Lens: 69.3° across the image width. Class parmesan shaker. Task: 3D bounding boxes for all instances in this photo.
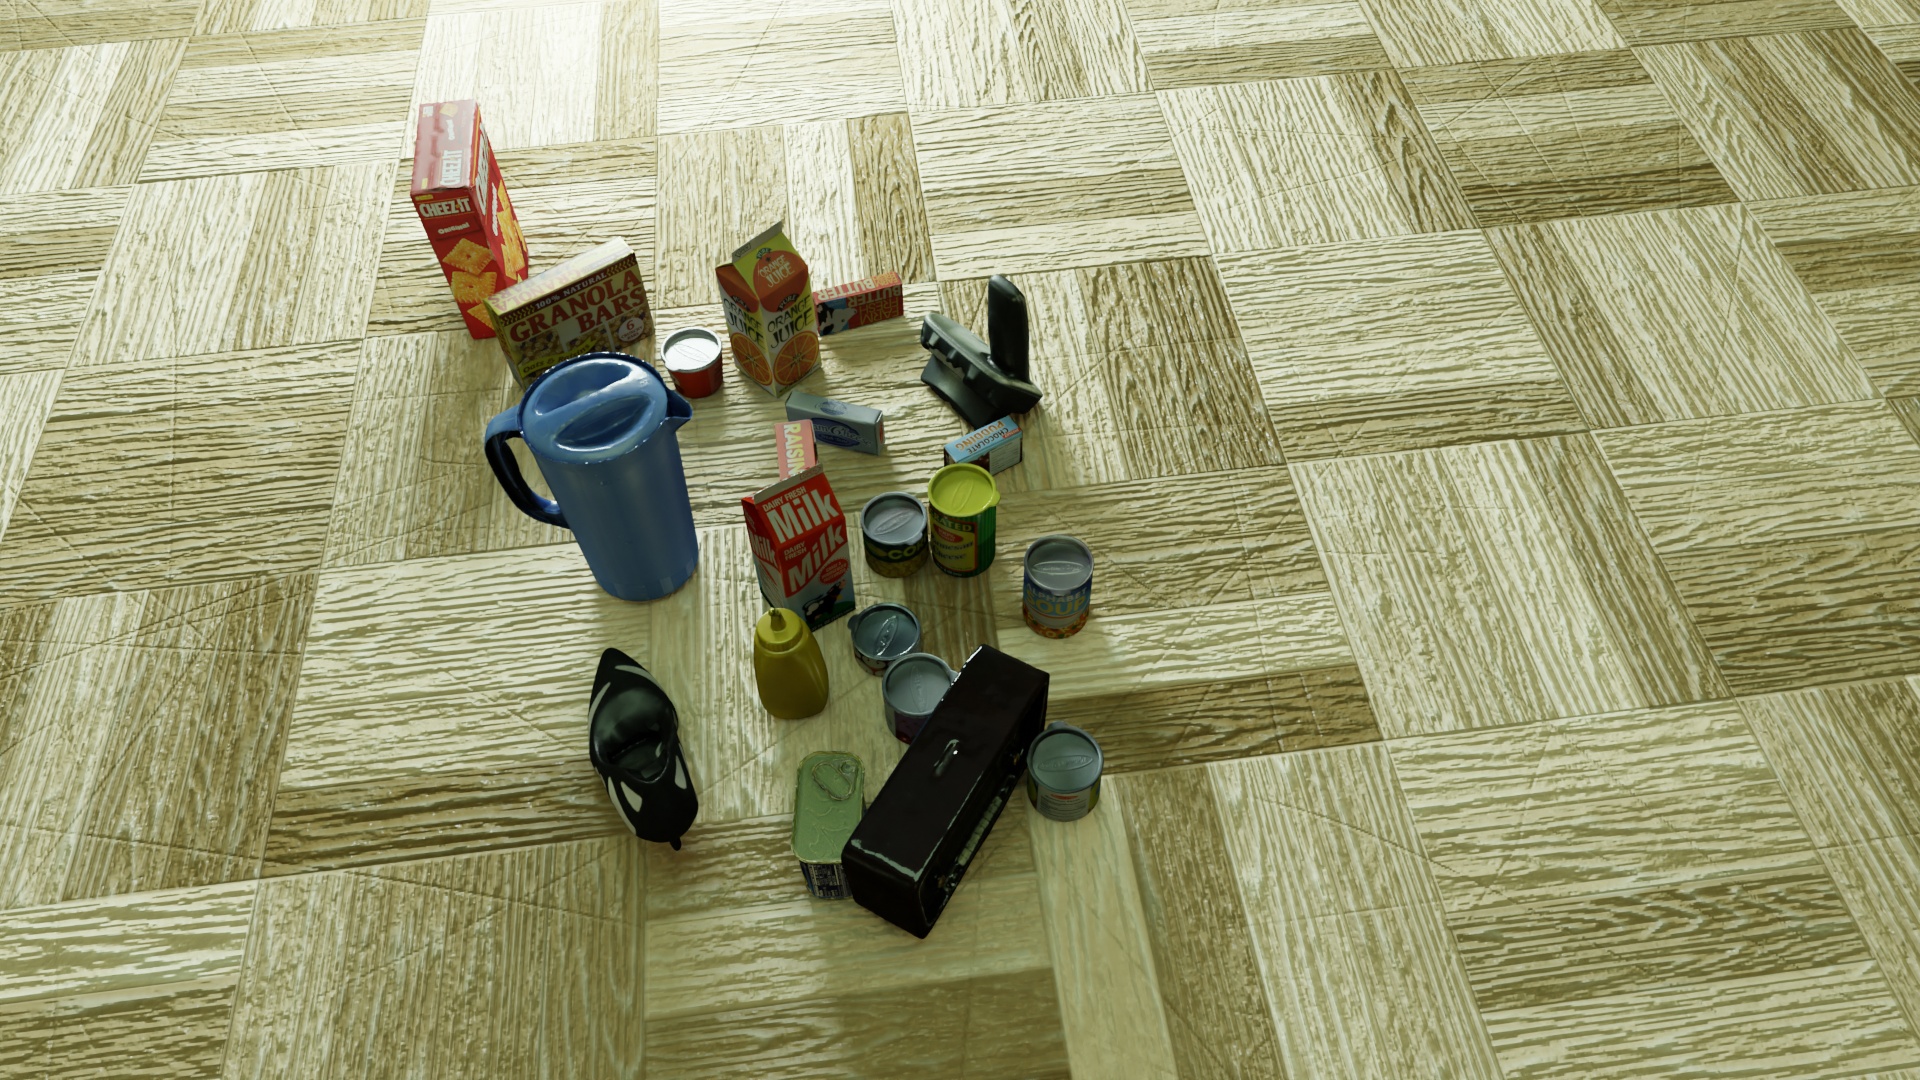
[{"bbox_3d":[0.005,-0.017,1.364,0.071,0.102,0.071,-1,53,1],"label":"parmesan shaker"}]

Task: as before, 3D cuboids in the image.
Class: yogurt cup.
[{"bbox_3d":[-0.294,-0.195,1.537,0.072,0.053,0.073,-1,53,1],"label":"yogurt cup"}]

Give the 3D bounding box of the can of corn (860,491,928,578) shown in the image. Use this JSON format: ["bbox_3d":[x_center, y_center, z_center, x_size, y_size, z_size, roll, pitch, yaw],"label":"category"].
[{"bbox_3d":[-0.063,-0.003,1.383,0.071,0.058,0.071,-1,53,1],"label":"can of corn"}]

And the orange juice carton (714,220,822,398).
[{"bbox_3d":[-0.207,-0.253,1.493,0.073,0.191,0.072,37,62,25],"label":"orange juice carton"}]

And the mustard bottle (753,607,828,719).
[{"bbox_3d":[-0.155,0.103,1.239,0.065,0.159,0.049,-6,53,-3],"label":"mustard bottle"}]

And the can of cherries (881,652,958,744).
[{"bbox_3d":[-0.035,0.146,1.267,0.071,0.058,0.072,-1,53,1],"label":"can of cherries"}]

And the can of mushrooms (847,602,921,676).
[{"bbox_3d":[-0.073,0.094,1.324,0.071,0.033,0.071,-1,53,1],"label":"can of mushrooms"}]

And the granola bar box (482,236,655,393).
[{"bbox_3d":[-0.428,-0.247,1.536,0.166,0.123,0.039,-32,58,-21],"label":"granola bar box"}]

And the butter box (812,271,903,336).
[{"bbox_3d":[-0.117,-0.271,1.592,0.104,0.052,0.024,-17,54,-11],"label":"butter box"}]

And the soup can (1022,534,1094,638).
[{"bbox_3d":[0.092,0.047,1.325,0.071,0.083,0.072,-1,53,1],"label":"soup can"}]

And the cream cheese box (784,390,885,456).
[{"bbox_3d":[-0.133,-0.124,1.480,0.104,0.053,0.024,13,54,11],"label":"cream cheese box"}]

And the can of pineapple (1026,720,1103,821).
[{"bbox_3d":[0.092,0.204,1.221,0.071,0.057,0.071,-1,53,1],"label":"can of pineapple"}]

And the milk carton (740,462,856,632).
[{"bbox_3d":[-0.151,0.002,1.297,0.072,0.189,0.073,-28,57,-19],"label":"milk carton"}]

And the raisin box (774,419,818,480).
[{"bbox_3d":[-0.156,-0.048,1.378,0.040,0.122,0.086,-7,53,-4],"label":"raisin box"}]

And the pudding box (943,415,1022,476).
[{"bbox_3d":[0.024,-0.091,1.453,0.084,0.049,0.030,-27,57,-18],"label":"pudding box"}]
